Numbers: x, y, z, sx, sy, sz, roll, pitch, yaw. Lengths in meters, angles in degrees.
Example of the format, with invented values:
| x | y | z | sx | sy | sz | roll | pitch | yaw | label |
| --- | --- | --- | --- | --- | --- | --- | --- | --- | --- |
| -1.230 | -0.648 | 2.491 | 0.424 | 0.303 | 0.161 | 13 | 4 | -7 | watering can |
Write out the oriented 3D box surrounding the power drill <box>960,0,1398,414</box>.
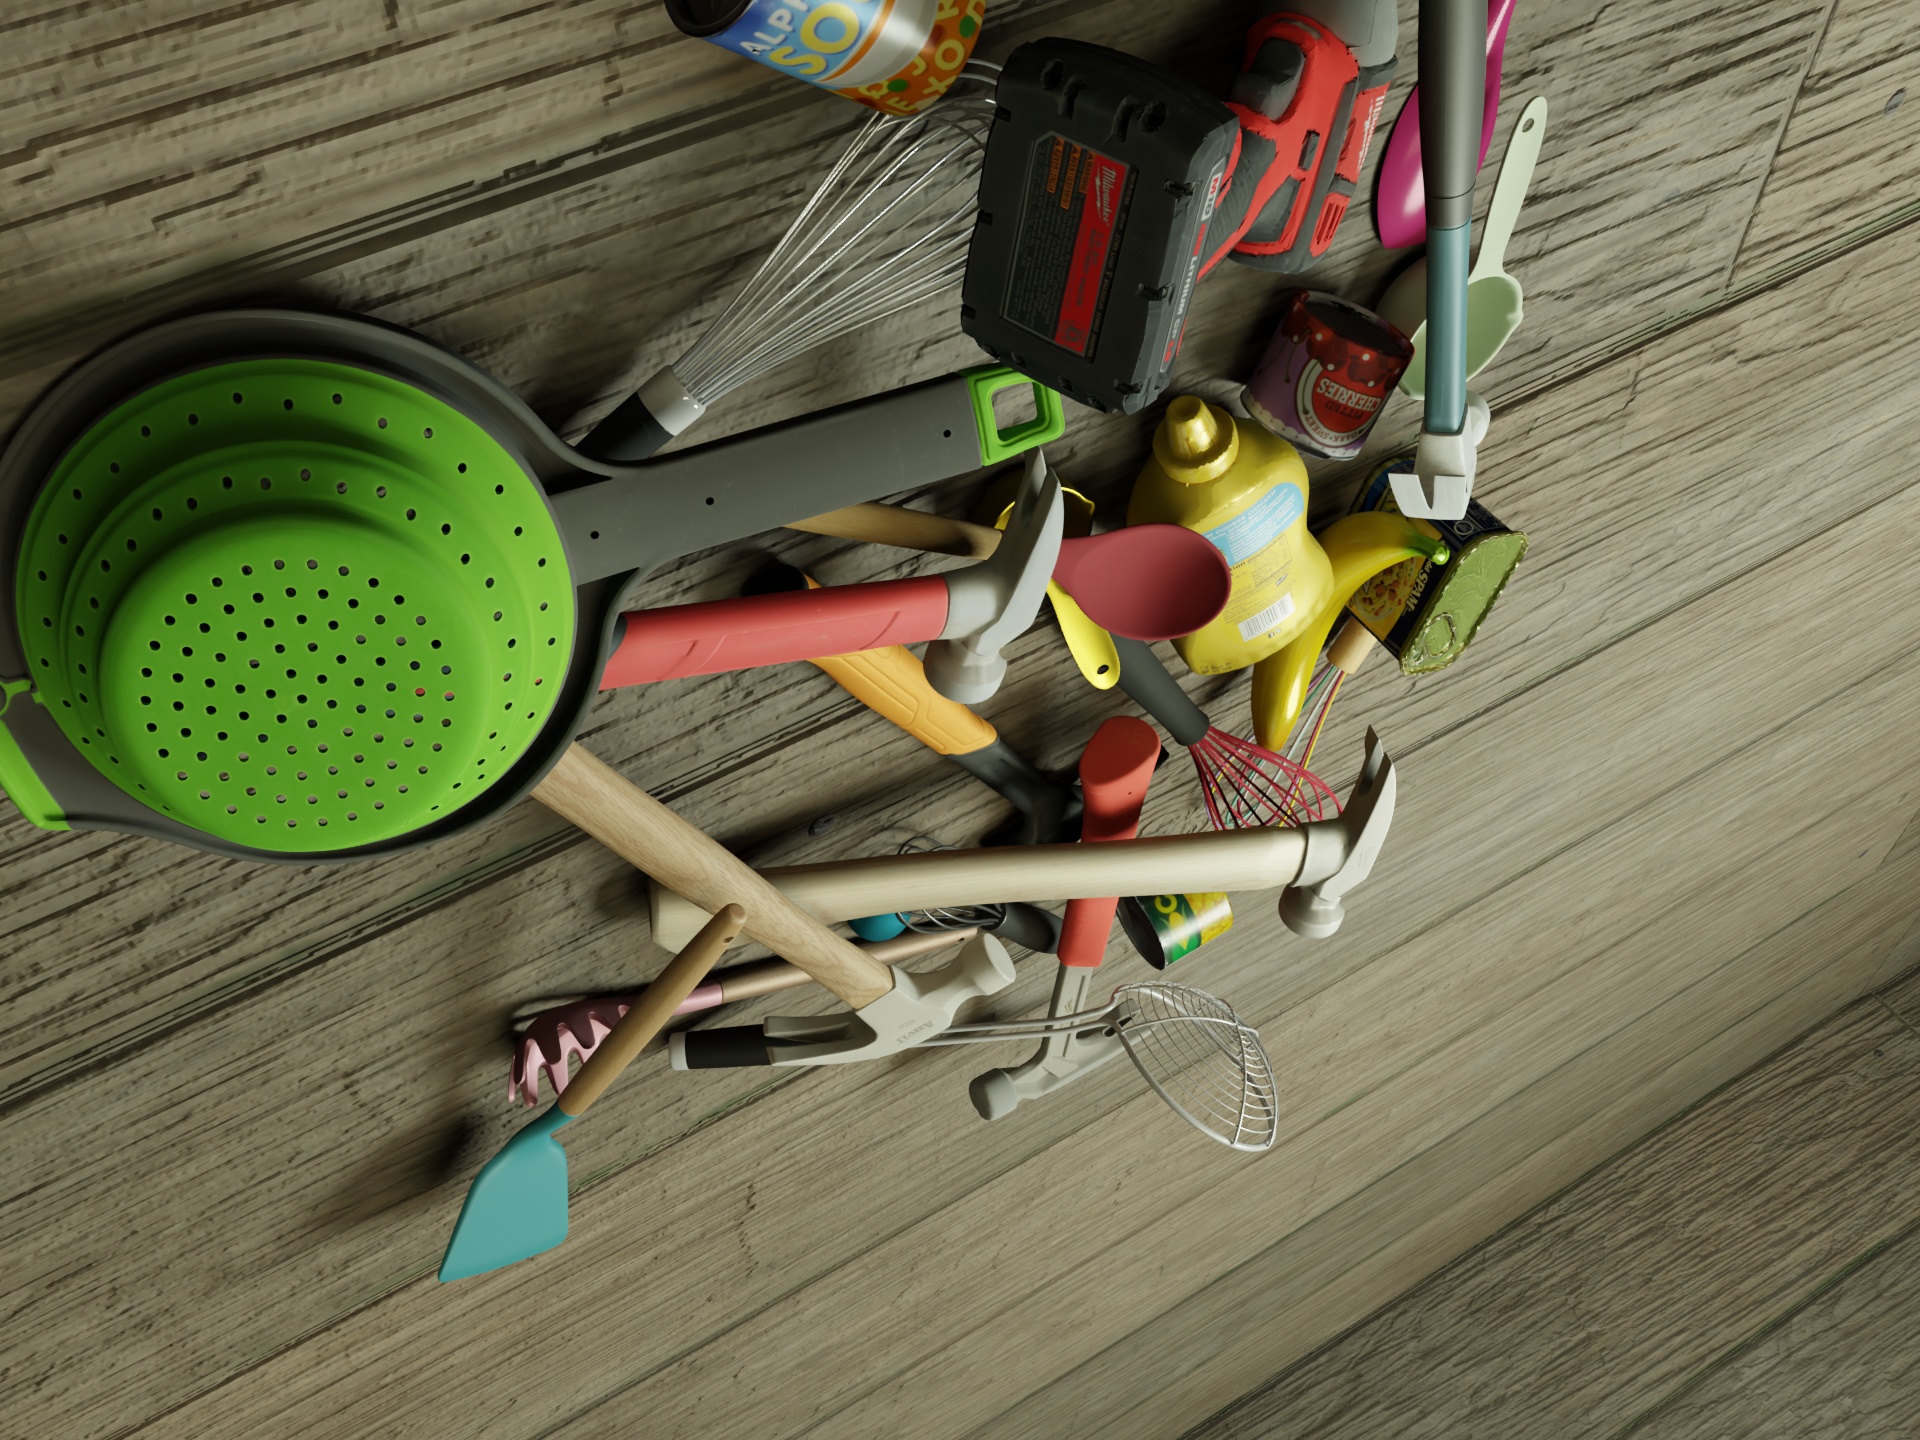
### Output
| x | y | z | sx | sy | sz | roll | pitch | yaw | label |
| --- | --- | --- | --- | --- | --- | --- | --- | --- | --- |
| 0.097 | -0.216 | 0.596 | 0.220 | 0.079 | 0.143 | -42 | 155 | -41 | power drill |

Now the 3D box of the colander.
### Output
| x | y | z | sx | sy | sz | roll | pitch | yaw | label |
| --- | --- | --- | --- | --- | --- | --- | --- | --- | --- |
| -0.136 | -0.050 | 0.534 | 0.397 | 0.095 | 0.204 | -18 | 118 | -12 | colander |

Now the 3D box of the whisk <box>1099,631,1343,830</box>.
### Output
| x | y | z | sx | sy | sz | roll | pitch | yaw | label |
| --- | --- | --- | --- | --- | --- | --- | --- | --- | --- |
| 0.144 | 0.015 | 0.931 | 0.073 | 0.073 | 0.295 | -42 | 129 | 8 | whisk |

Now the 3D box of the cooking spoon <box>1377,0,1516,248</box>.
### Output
| x | y | z | sx | sy | sz | roll | pitch | yaw | label |
| --- | --- | --- | --- | --- | --- | --- | --- | --- | --- |
| 0.241 | -0.343 | 0.675 | 0.068 | 0.017 | 0.318 | -19 | 143 | -24 | cooking spoon |

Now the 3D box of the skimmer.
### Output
| x | y | z | sx | sy | sz | roll | pitch | yaw | label |
| --- | --- | --- | --- | --- | --- | --- | --- | --- | --- |
| 0.011 | 0.213 | 0.957 | 0.363 | 0.127 | 0.090 | -3 | 116 | -2 | skimmer |

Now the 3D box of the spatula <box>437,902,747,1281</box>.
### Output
| x | y | z | sx | sy | sz | roll | pitch | yaw | label |
| --- | --- | --- | --- | --- | --- | --- | --- | --- | --- |
| -0.186 | 0.196 | 0.829 | 0.082 | 0.044 | 0.317 | -3 | 143 | -46 | spatula |

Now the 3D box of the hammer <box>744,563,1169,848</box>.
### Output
| x | y | z | sx | sy | sz | roll | pitch | yaw | label |
| --- | --- | --- | --- | --- | --- | --- | --- | --- | --- |
| -0.001 | -0.003 | 0.845 | 0.127 | 0.034 | 0.336 | -42 | 145 | 8 | hammer |

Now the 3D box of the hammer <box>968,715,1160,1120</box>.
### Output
| x | y | z | sx | sy | sz | roll | pitch | yaw | label |
| --- | --- | --- | --- | --- | --- | --- | --- | --- | --- |
| 0.087 | 0.127 | 1.008 | 0.149 | 0.037 | 0.358 | -24 | 144 | -26 | hammer |

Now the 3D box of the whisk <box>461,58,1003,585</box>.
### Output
| x | y | z | sx | sy | sz | roll | pitch | yaw | label |
| --- | --- | --- | --- | --- | --- | --- | --- | --- | --- |
| -0.085 | -0.142 | 0.598 | 0.284 | 0.070 | 0.070 | -37 | 146 | 9 | whisk |

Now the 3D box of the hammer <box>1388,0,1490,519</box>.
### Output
| x | y | z | sx | sy | sz | roll | pitch | yaw | label |
| --- | --- | --- | --- | --- | --- | --- | --- | --- | --- |
| 0.209 | -0.230 | 0.679 | 0.128 | 0.033 | 0.330 | -63 | 150 | -43 | hammer |

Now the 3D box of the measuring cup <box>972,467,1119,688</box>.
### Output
| x | y | z | sx | sy | sz | roll | pitch | yaw | label |
| --- | --- | --- | --- | --- | --- | --- | --- | --- | --- |
| 0.049 | -0.068 | 0.805 | 0.062 | 0.029 | 0.156 | -32 | 140 | 0 | measuring cup |

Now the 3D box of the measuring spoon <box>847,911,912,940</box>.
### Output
| x | y | z | sx | sy | sz | roll | pitch | yaw | label |
| --- | --- | --- | --- | --- | --- | --- | --- | --- | --- |
| -0.069 | 0.109 | 0.924 | 0.042 | 0.021 | 0.128 | -47 | 145 | 14 | measuring spoon |

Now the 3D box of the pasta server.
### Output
| x | y | z | sx | sy | sz | roll | pitch | yaw | label |
| --- | --- | --- | --- | --- | --- | --- | --- | --- | --- |
| -0.116 | 0.159 | 0.930 | 0.316 | 0.040 | 0.060 | -9 | 149 | -36 | pasta server |

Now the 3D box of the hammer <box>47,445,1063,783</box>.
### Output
| x | y | z | sx | sy | sz | roll | pitch | yaw | label |
| --- | --- | --- | --- | --- | --- | --- | --- | --- | --- |
| -0.143 | -0.036 | 0.627 | 0.386 | 0.038 | 0.143 | -10 | 146 | -23 | hammer |

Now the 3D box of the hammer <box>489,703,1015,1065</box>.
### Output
| x | y | z | sx | sy | sz | roll | pitch | yaw | label |
| --- | --- | --- | --- | --- | --- | --- | --- | --- | --- |
| -0.114 | 0.086 | 0.784 | 0.130 | 0.031 | 0.331 | -34 | 132 | 15 | hammer |

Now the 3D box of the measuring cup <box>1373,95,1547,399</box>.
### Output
| x | y | z | sx | sy | sz | roll | pitch | yaw | label |
| --- | --- | --- | --- | --- | --- | --- | --- | --- | --- |
| 0.248 | -0.236 | 0.784 | 0.083 | 0.038 | 0.167 | -21 | 144 | -20 | measuring cup |

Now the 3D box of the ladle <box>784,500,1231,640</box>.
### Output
| x | y | z | sx | sy | sz | roll | pitch | yaw | label |
| --- | --- | --- | --- | --- | --- | --- | --- | --- | --- |
| -0.007 | -0.082 | 0.717 | 0.315 | 0.031 | 0.069 | 7 | 131 | -32 | ladle |

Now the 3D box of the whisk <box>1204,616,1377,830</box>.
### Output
| x | y | z | sx | sy | sz | roll | pitch | yaw | label |
| --- | --- | --- | --- | --- | --- | --- | --- | --- | --- |
| 0.237 | -0.017 | 1.030 | 0.051 | 0.047 | 0.245 | 5 | 124 | -43 | whisk |

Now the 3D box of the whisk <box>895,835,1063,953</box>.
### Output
| x | y | z | sx | sy | sz | roll | pitch | yaw | label |
| --- | --- | --- | --- | --- | --- | --- | --- | --- | --- |
| 0.019 | 0.118 | 0.998 | 0.055 | 0.055 | 0.238 | -43 | 150 | 9 | whisk |

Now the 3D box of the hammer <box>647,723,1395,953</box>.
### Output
| x | y | z | sx | sy | sz | roll | pitch | yaw | label |
| --- | --- | --- | --- | --- | --- | --- | --- | --- | --- |
| 0.038 | 0.077 | 0.868 | 0.410 | 0.038 | 0.146 | -4 | 133 | -14 | hammer |
